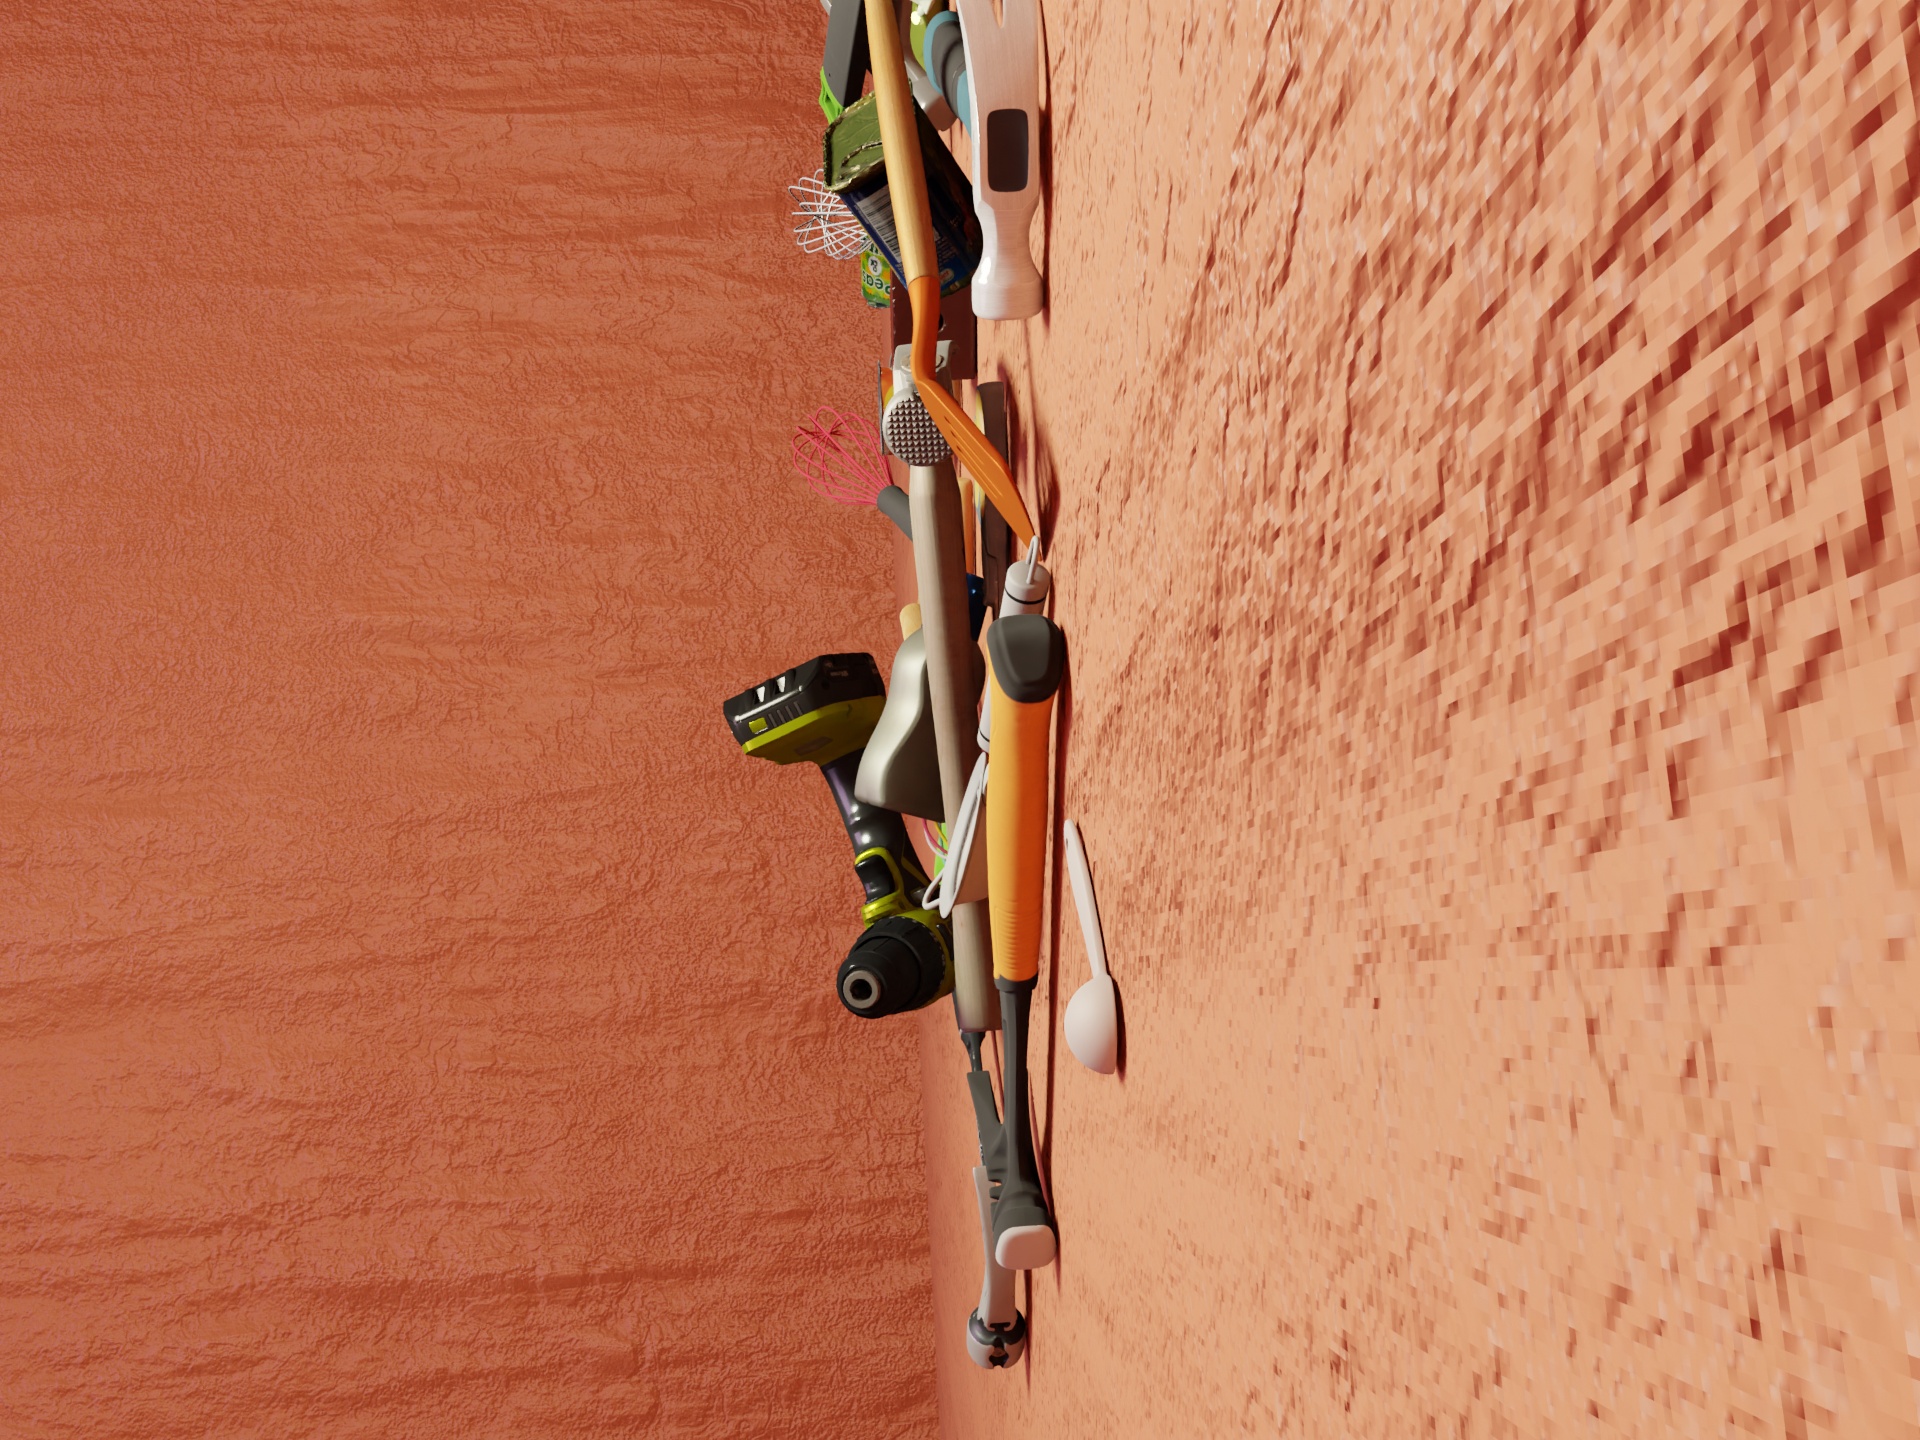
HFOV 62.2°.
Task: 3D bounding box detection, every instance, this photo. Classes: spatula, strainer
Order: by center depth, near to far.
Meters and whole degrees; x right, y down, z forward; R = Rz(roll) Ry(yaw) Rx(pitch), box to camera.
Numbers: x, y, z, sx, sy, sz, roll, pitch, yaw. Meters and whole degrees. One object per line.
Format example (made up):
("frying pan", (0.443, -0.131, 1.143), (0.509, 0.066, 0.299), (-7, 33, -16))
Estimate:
("spatula", (-0.011, -0.223, 0.738), (0.081, 0.041, 0.323), (59, -159, -66))
("strainer", (0.019, 0.014, 0.758), (0.258, 0.050, 0.087), (99, 180, -46))

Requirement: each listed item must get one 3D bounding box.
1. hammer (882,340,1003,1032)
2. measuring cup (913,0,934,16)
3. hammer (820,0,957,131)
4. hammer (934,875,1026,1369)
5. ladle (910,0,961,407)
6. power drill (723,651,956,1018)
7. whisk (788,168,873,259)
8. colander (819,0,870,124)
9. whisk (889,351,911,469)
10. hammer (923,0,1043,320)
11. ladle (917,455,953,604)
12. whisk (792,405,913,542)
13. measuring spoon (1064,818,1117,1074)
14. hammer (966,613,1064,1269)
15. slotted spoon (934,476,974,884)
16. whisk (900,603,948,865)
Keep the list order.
("hammer", (-0.001, -0.003, 0.892), (0.146, 0.038, 0.410), (-89, -6, -63))
("measuring cup", (-0.021, -0.381, 0.780), (0.083, 0.038, 0.168), (-65, 12, 4))
("hammer", (-0.033, -0.522, 0.909), (0.149, 0.036, 0.358), (58, 161, 22))
("hammer", (0.009, 0.224, 1.098), (0.409, 0.036, 0.149), (-98, 7, -56))
("ladle", (-0.031, -0.376, 1.120), (0.078, 0.062, 0.320), (-168, 72, -71))
("power drill", (-0.064, 0.076, 1.013), (0.228, 0.080, 0.190), (66, -164, 4))
("whisk", (-0.056, -0.345, 1.079), (0.285, 0.070, 0.070), (-145, 50, -62))
("colander", (-0.084, -0.459, 0.908), (0.397, 0.094, 0.204), (125, 123, -72))
("whisk", (-0.028, -0.184, 1.283), (0.055, 0.055, 0.239), (-104, 8, -72))
("hammer", (0.006, -0.300, 0.763), (0.331, 0.033, 0.128), (-99, 7, -60))
("ladle", (-0.027, -0.096, 1.271), (0.069, 0.031, 0.315), (-116, 25, -43))
("whisk", (-0.062, -0.177, 1.226), (0.296, 0.073, 0.073), (-134, 36, -52))
("measuring spoon", (0.042, 0.080, 0.597), (0.124, 0.018, 0.034), (-96, 5, -52))
("hammer", (0.026, 0.099, 0.746), (0.127, 0.034, 0.336), (-101, 9, -57))
("slotted spoon", (-0.001, -0.021, 1.133), (0.070, 0.031, 0.313), (-101, 11, -63))
("whisk", (-0.013, 0.007, 1.064), (0.245, 0.047, 0.051), (-103, 20, -45))
